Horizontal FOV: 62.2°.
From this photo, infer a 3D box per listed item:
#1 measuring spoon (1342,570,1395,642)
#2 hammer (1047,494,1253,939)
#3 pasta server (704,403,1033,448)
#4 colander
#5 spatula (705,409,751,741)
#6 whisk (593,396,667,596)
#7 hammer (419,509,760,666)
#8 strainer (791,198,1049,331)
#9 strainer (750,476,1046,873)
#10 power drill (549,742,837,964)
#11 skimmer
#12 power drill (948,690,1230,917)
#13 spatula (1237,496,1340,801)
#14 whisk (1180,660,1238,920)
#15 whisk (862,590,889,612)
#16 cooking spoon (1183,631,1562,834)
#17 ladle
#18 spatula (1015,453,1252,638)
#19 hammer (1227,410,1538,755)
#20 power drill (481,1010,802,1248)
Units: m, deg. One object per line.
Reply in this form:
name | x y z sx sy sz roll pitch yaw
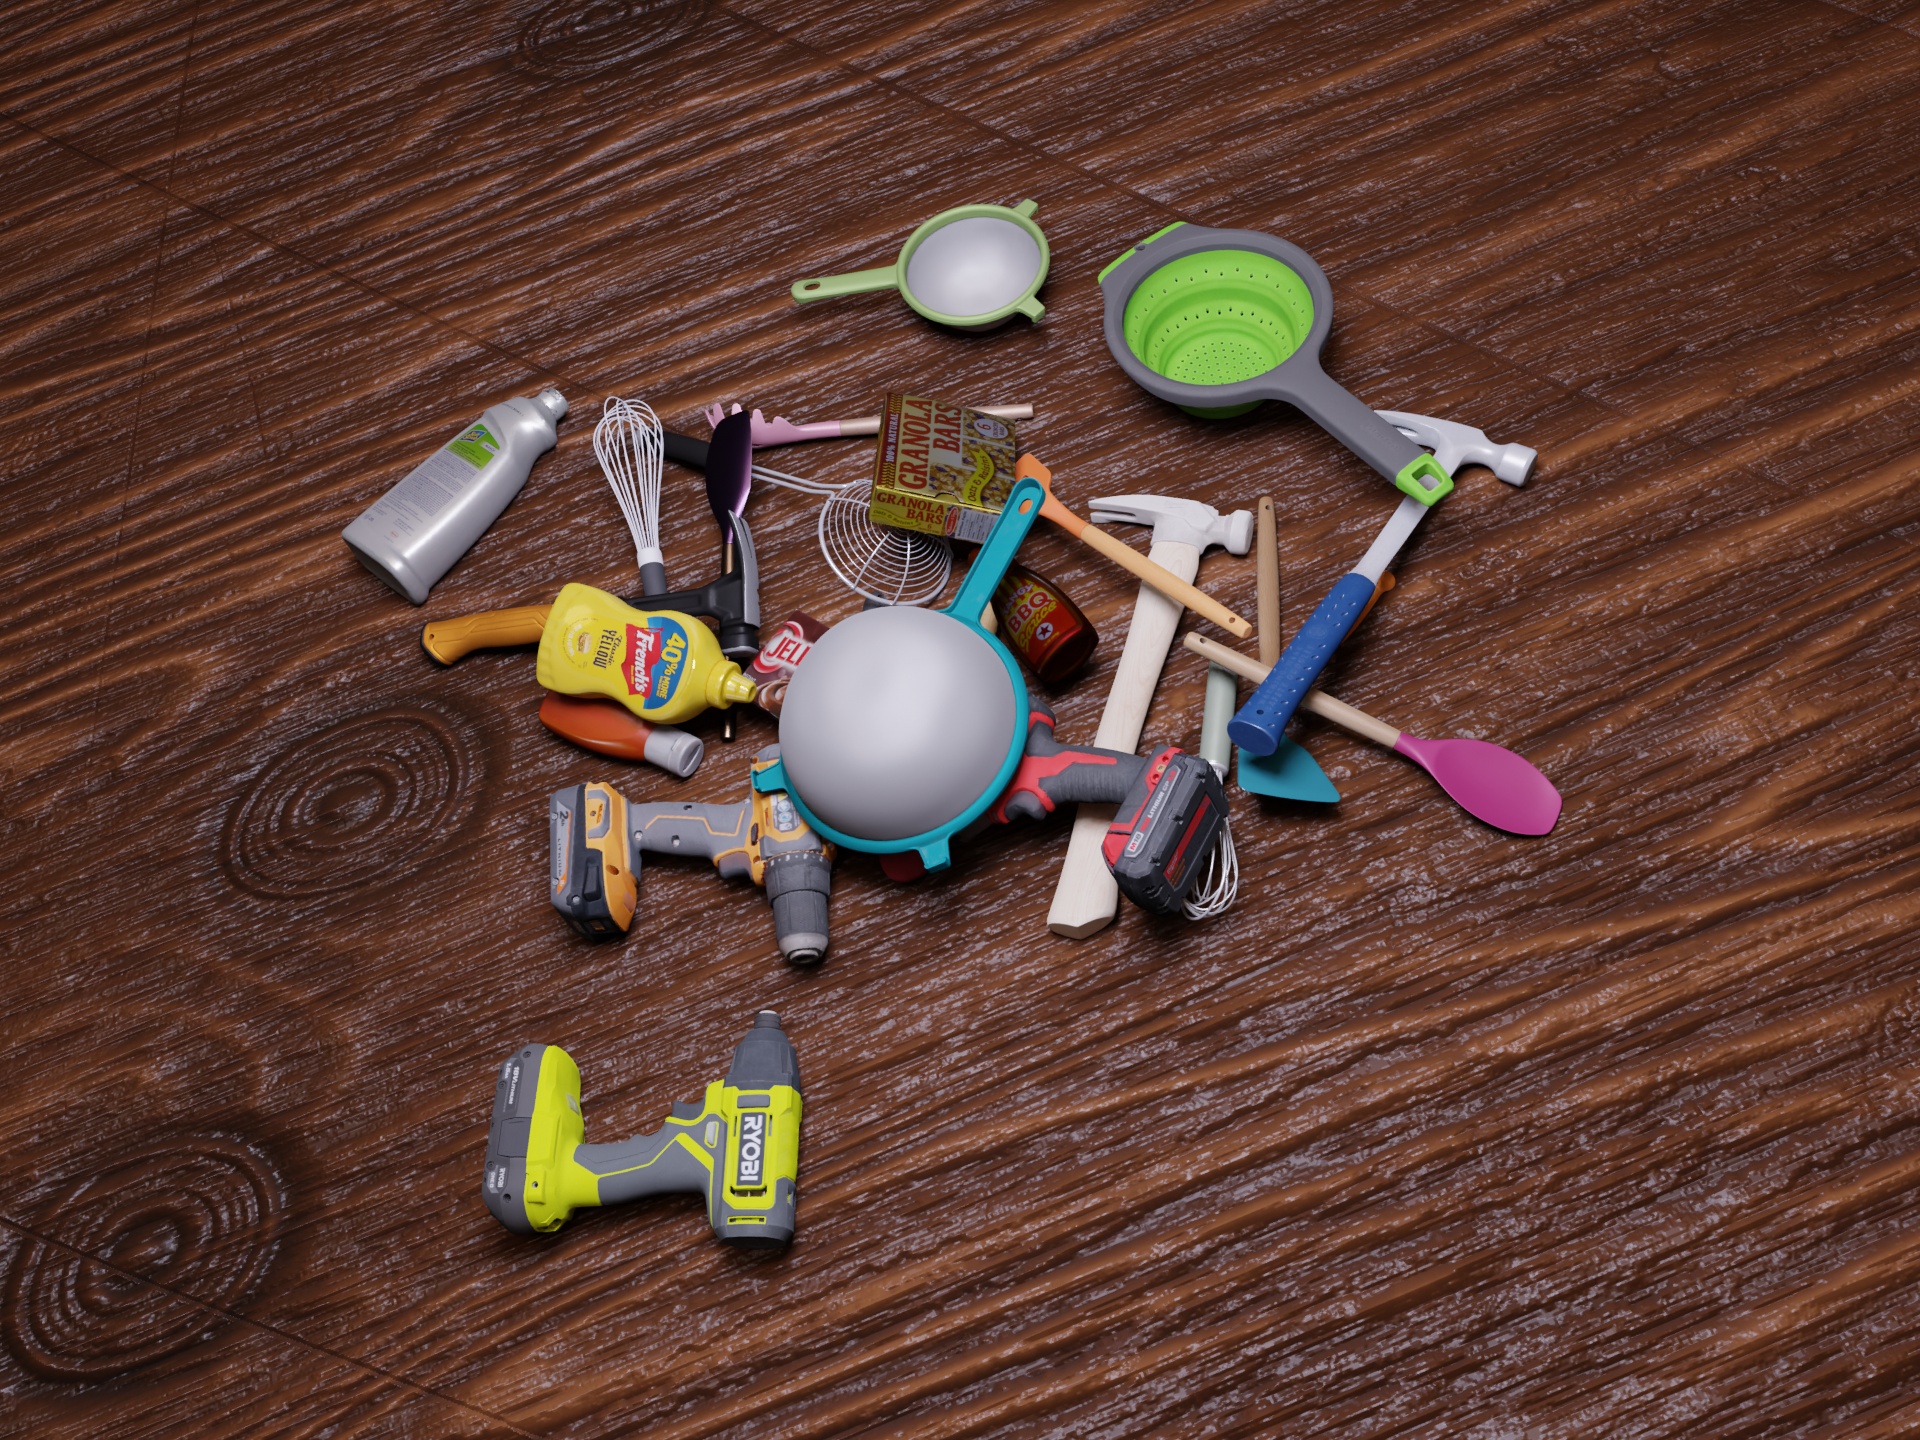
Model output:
measuring spoon | 0.330 -0.091 1.336 0.021 0.011 0.117 36 63 22
hammer | 0.131 -0.015 1.328 0.146 0.038 0.411 10 63 18
pasta server | -0.088 -0.290 1.526 0.316 0.060 0.040 -4 86 5
colander | 0.284 -0.293 1.419 0.204 0.094 0.397 -35 59 -10
spatula | -0.210 -0.133 1.435 0.060 0.018 0.316 -15 69 34
whisk | -0.293 -0.177 1.480 0.070 0.070 0.285 -15 71 2
hammer | -0.338 -0.101 1.433 0.337 0.034 0.127 -7 79 17
strainer | -0.036 -0.425 1.574 0.256 0.069 0.152 -6 62 8
strainer | -0.029 -0.064 1.245 0.211 0.095 0.340 22 76 28
power drill | -0.213 0.121 1.294 0.226 0.084 0.186 -9 61 0
skimmer | -0.169 -0.201 1.492 0.363 0.090 0.127 21 47 32
power drill | 0.082 0.064 1.232 0.220 0.078 0.143 20 71 34
spatula | 0.263 -0.065 1.327 0.082 0.044 0.318 7 59 -5
whisk | 0.202 0.048 1.277 0.057 0.059 0.247 23 57 -18
whisk | -0.068 -0.016 1.363 0.055 0.055 0.239 -8 55 6
cooking spoon | 0.323 0.004 1.262 0.319 0.017 0.069 27 63 11
ladle | -0.002 -0.004 1.343 0.031 0.069 0.316 -10 49 38
spatula | 0.128 -0.147 1.365 0.081 0.041 0.323 -50 54 -3
hammer | 0.329 -0.122 1.310 0.144 0.035 0.405 26 57 24
power drill | -0.231 0.305 1.194 0.223 0.080 0.171 -3 61 5
